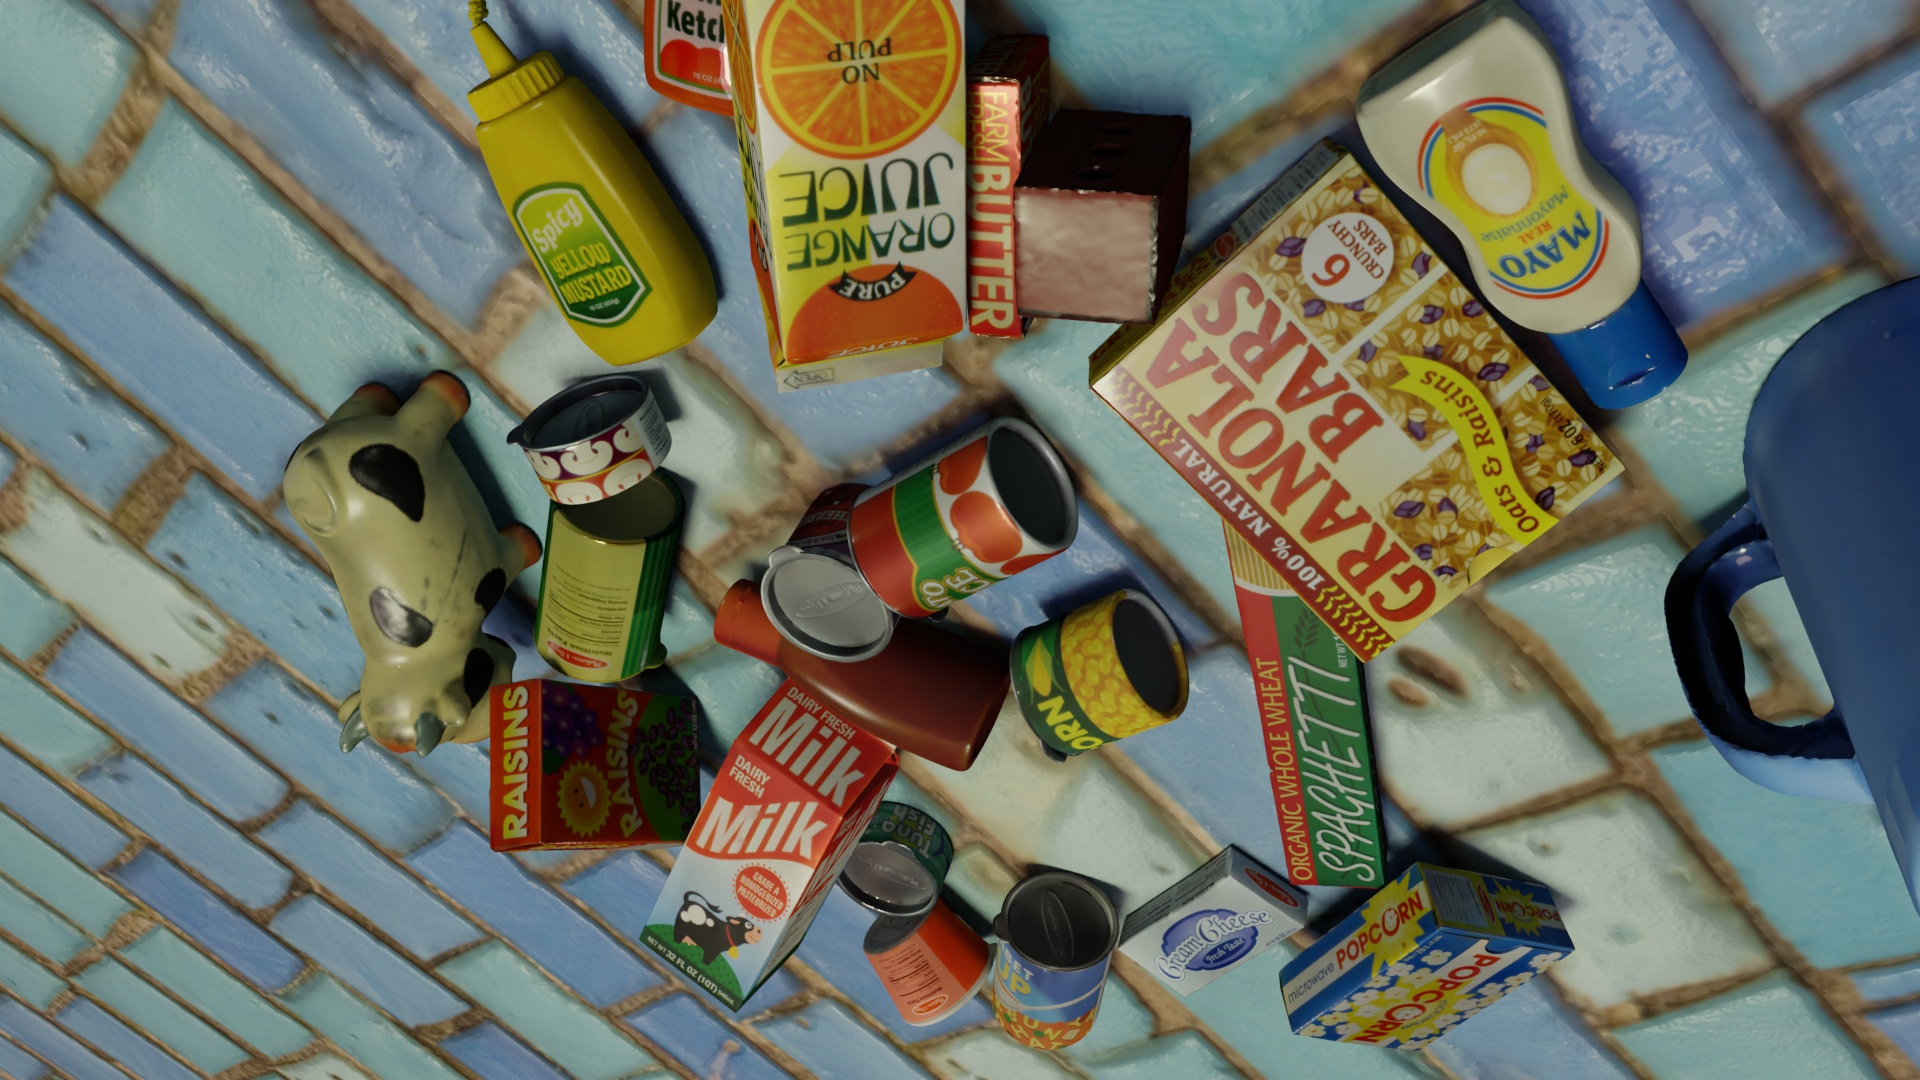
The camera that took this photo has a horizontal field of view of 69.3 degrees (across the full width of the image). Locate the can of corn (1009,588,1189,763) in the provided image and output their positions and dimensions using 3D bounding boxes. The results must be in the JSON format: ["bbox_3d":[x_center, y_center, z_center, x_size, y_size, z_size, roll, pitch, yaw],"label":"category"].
[{"bbox_3d":[0.066,0.064,0.655,0.058,0.071,0.071,-26,114,33],"label":"can of corn"}]

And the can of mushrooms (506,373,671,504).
[{"bbox_3d":[-0.175,-0.048,0.659,0.071,0.071,0.033,-3,127,23],"label":"can of mushrooms"}]

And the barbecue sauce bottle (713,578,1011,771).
[{"bbox_3d":[-0.052,0.061,0.704,0.148,0.065,0.043,21,142,11],"label":"barbecue sauce bottle"}]

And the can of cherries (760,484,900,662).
[{"bbox_3d":[-0.055,0.013,0.669,0.071,0.059,0.071,11,130,13],"label":"can of cherries"}]

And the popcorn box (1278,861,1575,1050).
[{"bbox_3d":[0.235,0.217,0.715,0.085,0.038,0.126,15,134,-20],"label":"popcorn box"}]

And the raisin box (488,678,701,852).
[{"bbox_3d":[-0.195,0.123,0.750,0.040,0.086,0.123,-12,164,27],"label":"raisin box"}]

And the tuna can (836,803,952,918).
[{"bbox_3d":[-0.039,0.186,0.814,0.071,0.033,0.070,10,129,13],"label":"tuna can"}]

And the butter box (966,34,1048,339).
[{"bbox_3d":[0.018,-0.134,0.530,0.024,0.053,0.103,7,128,13],"label":"butter box"}]

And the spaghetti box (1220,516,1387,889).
[{"bbox_3d":[0.165,0.072,0.651,0.050,0.029,0.248,-3,125,21],"label":"spaghetti box"}]

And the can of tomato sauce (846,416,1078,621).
[{"bbox_3d":[0.002,-0.008,0.624,0.083,0.071,0.071,-27,113,34],"label":"can of tomato sauce"}]

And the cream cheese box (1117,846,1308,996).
[{"bbox_3d":[0.139,0.214,0.775,0.053,0.024,0.103,36,130,-7],"label":"cream cheese box"}]

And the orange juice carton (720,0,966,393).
[{"bbox_3d":[-0.041,-0.136,0.510,0.072,0.073,0.191,-11,134,-12],"label":"orange juice carton"}]

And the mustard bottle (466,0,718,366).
[{"bbox_3d":[-0.165,-0.151,0.587,0.065,0.049,0.159,-14,121,27],"label":"mustard bottle"}]

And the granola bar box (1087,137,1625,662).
[{"bbox_3d":[0.149,-0.049,0.532,0.165,0.039,0.124,43,110,-14],"label":"granola bar box"}]

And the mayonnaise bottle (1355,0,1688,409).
[{"bbox_3d":[0.202,-0.112,0.486,0.064,0.041,0.148,-30,111,33],"label":"mayonnaise bottle"}]

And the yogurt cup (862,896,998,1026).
[{"bbox_3d":[-0.022,0.249,0.838,0.072,0.073,0.054,-26,106,34],"label":"yogurt cup"}]

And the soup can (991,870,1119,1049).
[{"bbox_3d":[0.050,0.243,0.802,0.071,0.072,0.083,14,130,10],"label":"soup can"}]

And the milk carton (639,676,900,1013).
[{"bbox_3d":[-0.097,0.156,0.760,0.072,0.074,0.189,34,114,12],"label":"milk carton"}]

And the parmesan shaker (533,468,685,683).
[{"bbox_3d":[-0.178,0.016,0.712,0.071,0.072,0.102,23,130,2],"label":"parmesan shaker"}]

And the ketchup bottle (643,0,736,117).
[{"bbox_3d":[-0.079,-0.230,0.498,0.065,0.044,0.148,14,130,1],"label":"ketchup bottle"}]
